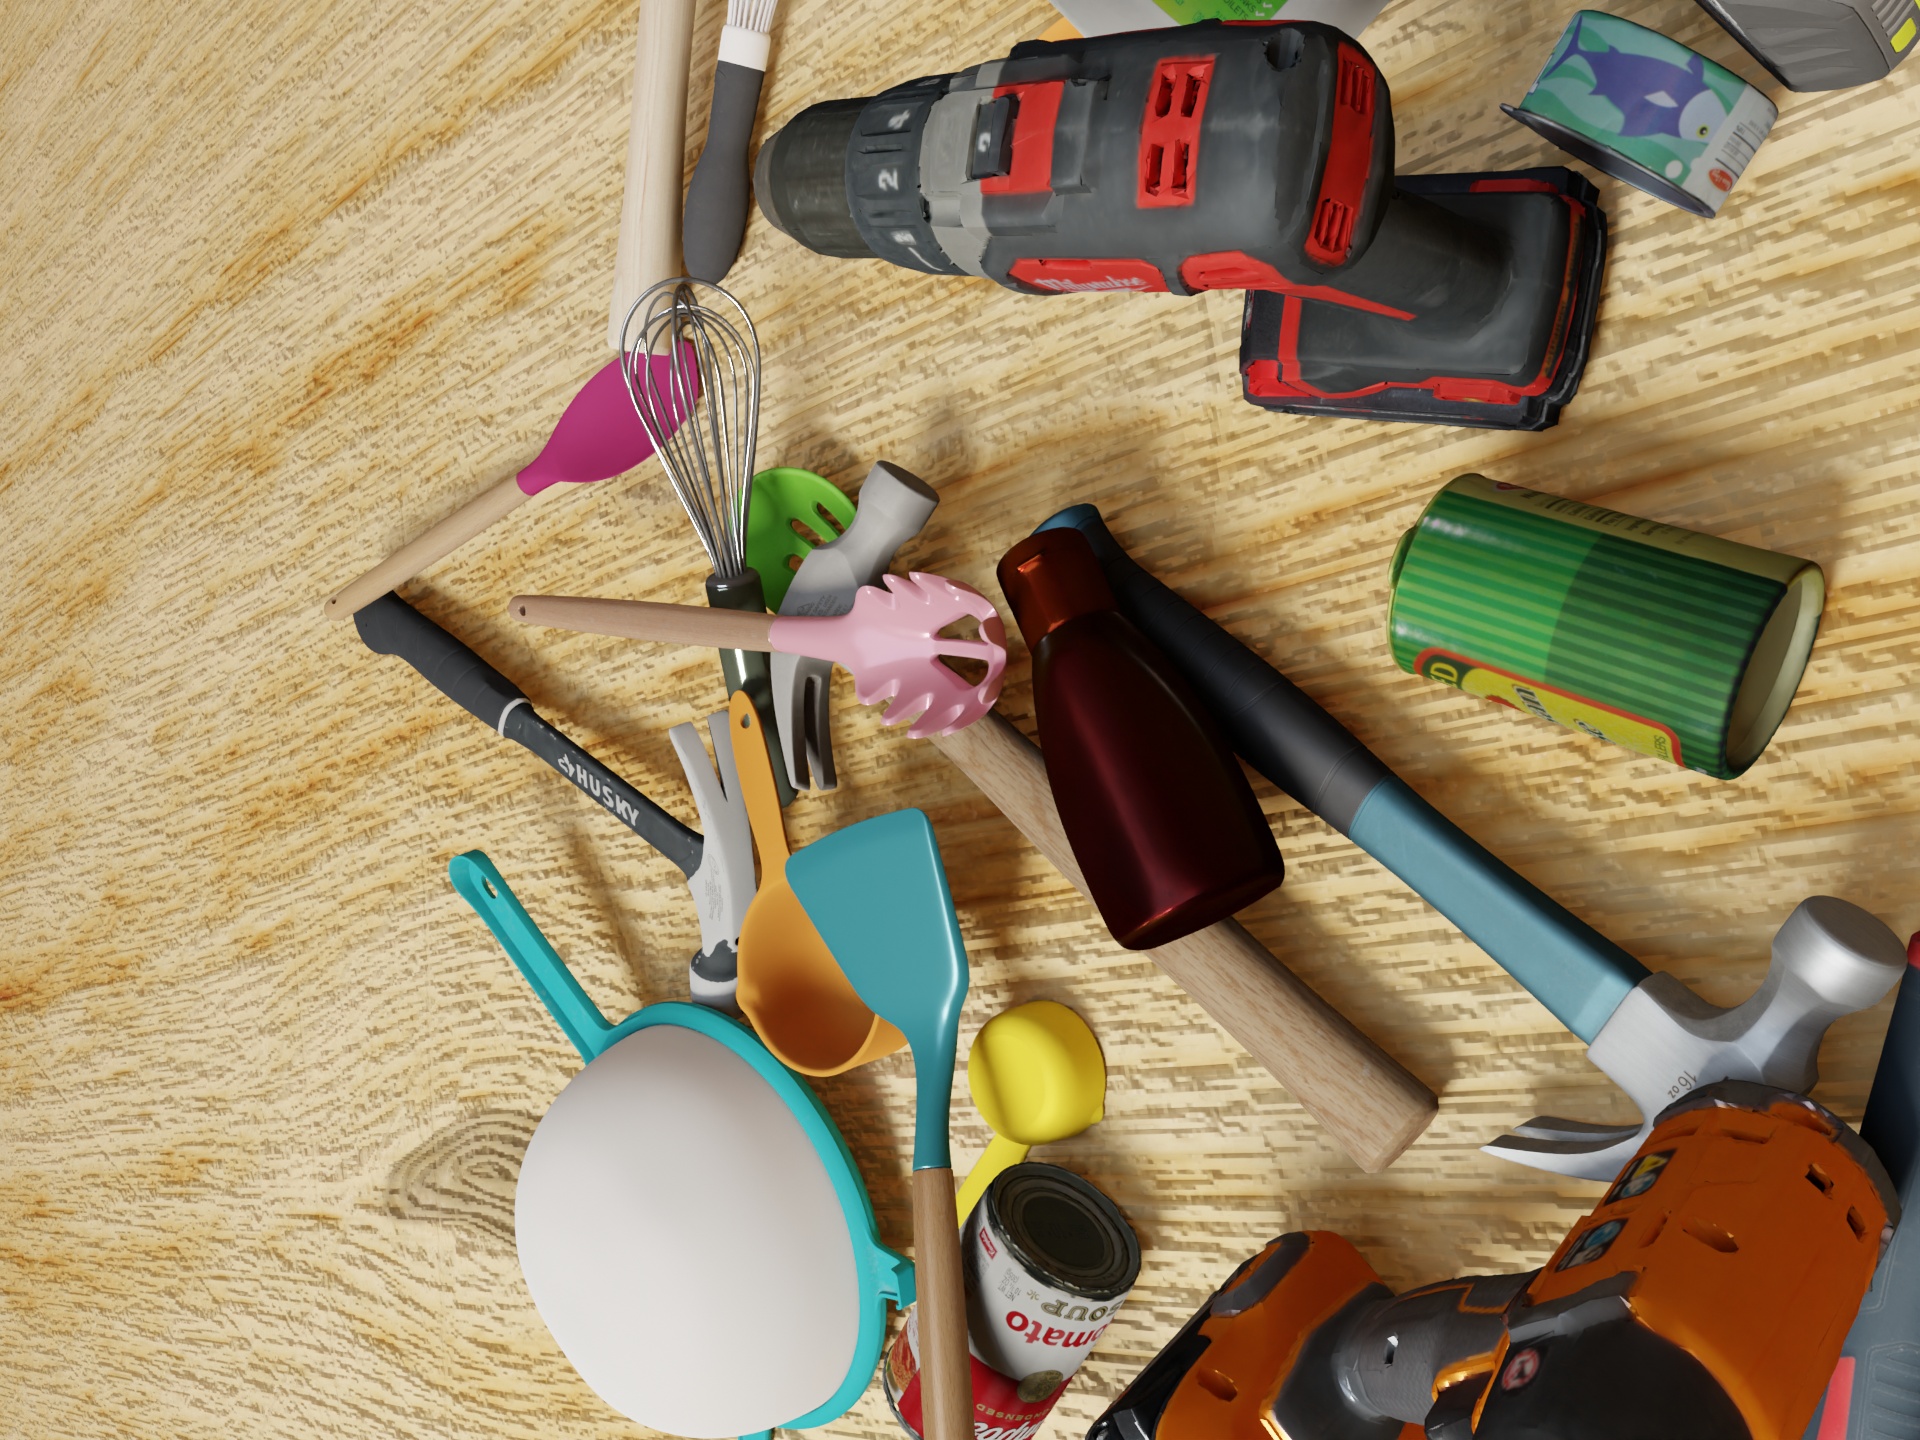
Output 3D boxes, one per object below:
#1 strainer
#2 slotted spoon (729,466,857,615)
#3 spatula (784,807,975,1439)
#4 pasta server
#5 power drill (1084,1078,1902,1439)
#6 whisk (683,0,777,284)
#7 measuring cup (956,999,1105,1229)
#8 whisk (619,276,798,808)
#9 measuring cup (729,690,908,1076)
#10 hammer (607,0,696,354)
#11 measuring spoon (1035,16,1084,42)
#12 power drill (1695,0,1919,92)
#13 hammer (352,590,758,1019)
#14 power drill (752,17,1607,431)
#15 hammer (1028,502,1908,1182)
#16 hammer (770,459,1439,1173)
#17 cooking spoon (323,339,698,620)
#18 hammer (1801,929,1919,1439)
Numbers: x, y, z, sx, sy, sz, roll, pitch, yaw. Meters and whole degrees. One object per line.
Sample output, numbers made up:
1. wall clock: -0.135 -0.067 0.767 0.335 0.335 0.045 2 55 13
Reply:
1. strainer: -0.179 0.199 0.752 0.341 0.095 0.211 48 129 20
2. slotted spoon: -0.001 -0.002 0.671 0.314 0.031 0.070 48 121 28
3. spatula: -0.017 0.193 0.590 0.082 0.044 0.318 -23 61 36
4. pasta server: -0.099 -0.038 0.665 0.316 0.040 0.060 8 100 40
5. power drill: 0.130 0.192 0.440 0.084 0.164 0.226 53 140 9
6. whisk: -0.094 -0.343 0.731 0.070 0.070 0.284 30 115 37
7. measuring cup: 0.009 0.186 0.662 0.062 0.029 0.156 39 114 34
8. whisk: -0.102 -0.071 0.706 0.058 0.059 0.246 -104 5 -67
9. measuring cup: -0.062 0.068 0.707 0.095 0.052 0.174 -27 74 38
10. hammer: -0.131 -0.377 0.729 0.038 0.146 0.410 8 104 -2
11. measuring spoon: 0.065 -0.277 0.619 0.117 0.011 0.021 -16 91 44
12. power drill: 0.274 -0.277 0.388 0.228 0.080 0.191 -44 63 30
13. hammer: -0.232 0.001 0.855 0.409 0.036 0.149 29 128 41
14. power drill: 0.070 -0.142 0.469 0.188 0.226 0.080 14 100 40
15. hammer: 0.131 0.020 0.540 0.331 0.033 0.128 44 128 35
16. hammer: 0.040 0.042 0.606 0.332 0.031 0.130 43 109 28
17. cooking spoon: -0.255 -0.120 0.877 0.319 0.017 0.069 -24 65 31
18. hammer: 0.232 0.245 0.460 0.143 0.038 0.386 15 101 42
